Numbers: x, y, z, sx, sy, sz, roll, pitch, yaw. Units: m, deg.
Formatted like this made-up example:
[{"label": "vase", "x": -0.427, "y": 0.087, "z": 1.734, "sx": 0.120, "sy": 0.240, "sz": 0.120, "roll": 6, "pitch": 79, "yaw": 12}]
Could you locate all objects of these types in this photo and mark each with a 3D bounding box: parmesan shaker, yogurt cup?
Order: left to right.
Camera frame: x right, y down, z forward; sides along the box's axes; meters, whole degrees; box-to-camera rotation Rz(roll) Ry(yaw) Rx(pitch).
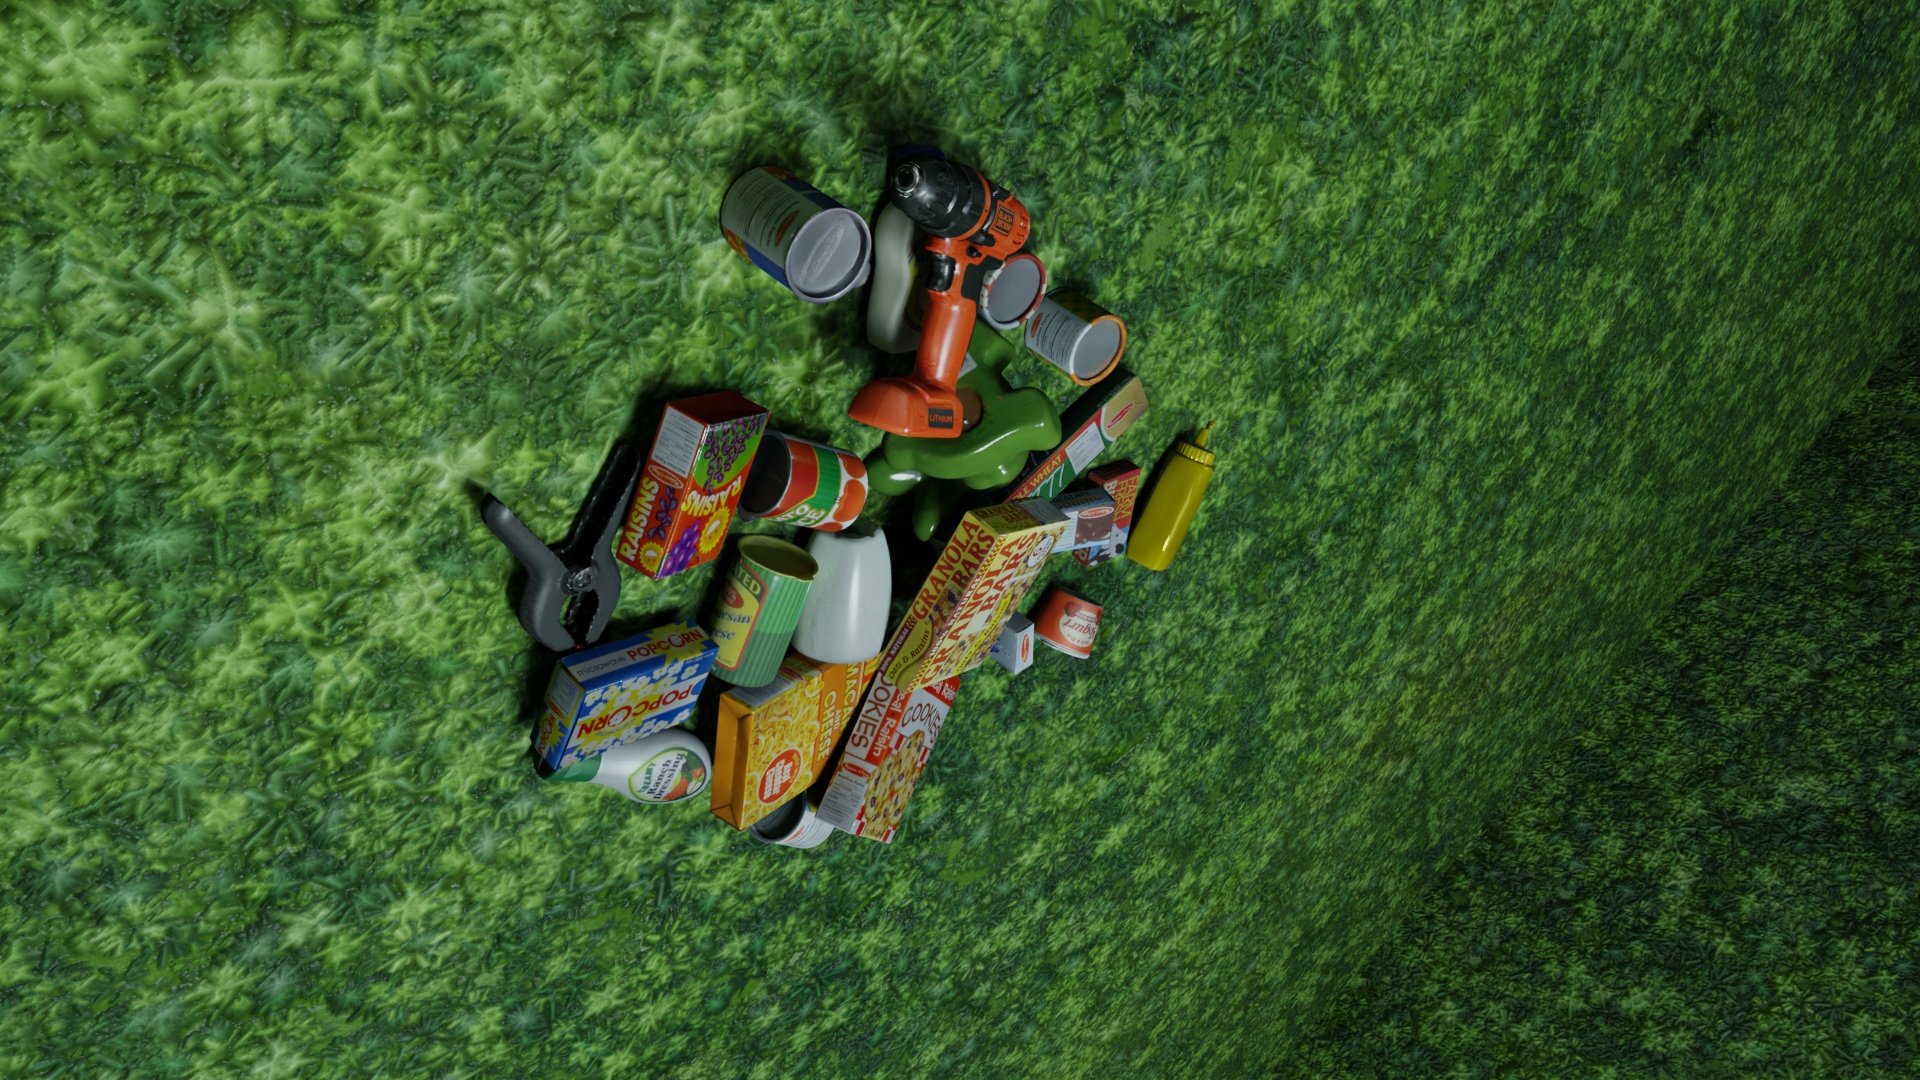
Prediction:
[{"label": "parmesan shaker", "x": -0.158, "y": 0.057, "z": 1.087, "sx": 0.071, "sy": 0.071, "sz": 0.102, "roll": 3, "pitch": 118, "yaw": -46}, {"label": "yogurt cup", "x": 0.107, "y": 0.079, "z": 1.381, "sx": 0.072, "sy": 0.072, "sz": 0.054, "roll": 17, "pitch": 99, "yaw": -50}]

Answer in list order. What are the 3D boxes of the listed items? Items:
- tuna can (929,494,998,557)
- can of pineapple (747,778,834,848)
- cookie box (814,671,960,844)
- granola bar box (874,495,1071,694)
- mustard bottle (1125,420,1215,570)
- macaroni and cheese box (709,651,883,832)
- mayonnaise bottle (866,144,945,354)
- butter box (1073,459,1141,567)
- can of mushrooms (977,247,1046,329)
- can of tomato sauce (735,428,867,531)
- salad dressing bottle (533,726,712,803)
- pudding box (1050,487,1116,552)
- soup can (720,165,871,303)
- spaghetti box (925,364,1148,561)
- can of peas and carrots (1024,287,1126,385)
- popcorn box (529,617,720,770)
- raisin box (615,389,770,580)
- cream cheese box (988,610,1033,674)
[{"label": "tuna can", "x": 0.004, "y": -0.015, "z": 1.198, "sx": 0.071, "sy": 0.071, "sz": 0.032, "roll": -43, "pitch": 141, "yaw": -10}, {"label": "can of pineapple", "x": -0.152, "y": 0.238, "z": 1.241, "sx": 0.071, "sy": 0.071, "sz": 0.058, "roll": -53, "pitch": 148, "yaw": 2}, {"label": "cookie box", "x": -0.061, "y": 0.184, "z": 1.249, "sx": 0.167, "sy": 0.040, "sz": 0.122, "roll": -66, "pitch": 161, "yaw": -10}, {"label": "granola bar box", "x": 0.011, "y": 0.043, "z": 1.150, "sx": 0.124, "sy": 0.039, "sz": 0.165, "roll": -13, "pitch": 138, "yaw": -58}, {"label": "mustard bottle", "x": 0.219, "y": -0.049, "z": 1.399, "sx": 0.160, "sy": 0.049, "sz": 0.065, "roll": -67, "pitch": 162, "yaw": 10}, {"label": "macaroni and cheese box", "x": -0.137, "y": 0.154, "z": 1.179, "sx": 0.167, "sy": 0.040, "sz": 0.123, "roll": -28, "pitch": 136, "yaw": -49}, {"label": "mayonnaise bottle", "x": -0.035, "y": -0.213, "z": 1.018, "sx": 0.065, "sy": 0.041, "sz": 0.147, "roll": -28, "pitch": 138, "yaw": -39}, {"label": "butter box", "x": 0.144, "y": -0.027, "z": 1.364, "sx": 0.053, "sy": 0.024, "sz": 0.103, "roll": -21, "pitch": 133, "yaw": -34}, {"label": "can of mushrooms", "x": 0.035, "y": -0.205, "z": 1.104, "sx": 0.071, "sy": 0.033, "sz": 0.070, "roll": -26, "pitch": 135, "yaw": -28}, {"label": "can of tomato sauce", "x": -0.121, "y": -0.042, "z": 1.047, "sx": 0.083, "sy": 0.071, "sz": 0.071, "roll": 12, "pitch": 111, "yaw": -50}, {"label": "salad dressing bottle", "x": -0.265, "y": 0.175, "z": 1.095, "sx": 0.147, "sy": 0.044, "sz": 0.064, "roll": 17, "pitch": 107, "yaw": -50}, {"label": "pudding box", "x": 0.101, "y": -0.017, "z": 1.305, "sx": 0.084, "sy": 0.030, "sz": 0.049, "roll": -10, "pitch": 127, "yaw": -18}, {"label": "soup can", "x": -0.108, "y": -0.202, "z": 0.920, "sx": 0.071, "sy": 0.084, "sz": 0.071, "roll": -26, "pitch": 136, "yaw": -28}, {"label": "spaghetti box", "x": 0.071, "y": -0.060, "z": 1.260, "sx": 0.250, "sy": 0.029, "sz": 0.050, "roll": -43, "pitch": 141, "yaw": -11}, {"label": "can of peas and carrots", "x": 0.100, "y": -0.172, "z": 1.175, "sx": 0.071, "sy": 0.059, "sz": 0.070, "roll": -26, "pitch": 136, "yaw": -28}, {"label": "popcorn box", "x": -0.250, "y": 0.113, "z": 1.037, "sx": 0.127, "sy": 0.038, "sz": 0.084, "roll": -18, "pitch": 143, "yaw": -49}, {"label": "raisin box", "x": -0.188, "y": -0.040, "z": 0.981, "sx": 0.123, "sy": 0.040, "sz": 0.086, "roll": -67, "pitch": 166, "yaw": 19}, {"label": "cream cheese box", "x": 0.022, "y": 0.072, "z": 1.255, "sx": 0.024, "sy": 0.104, "sz": 0.053, "roll": -30, "pitch": 139, "yaw": -31}]
